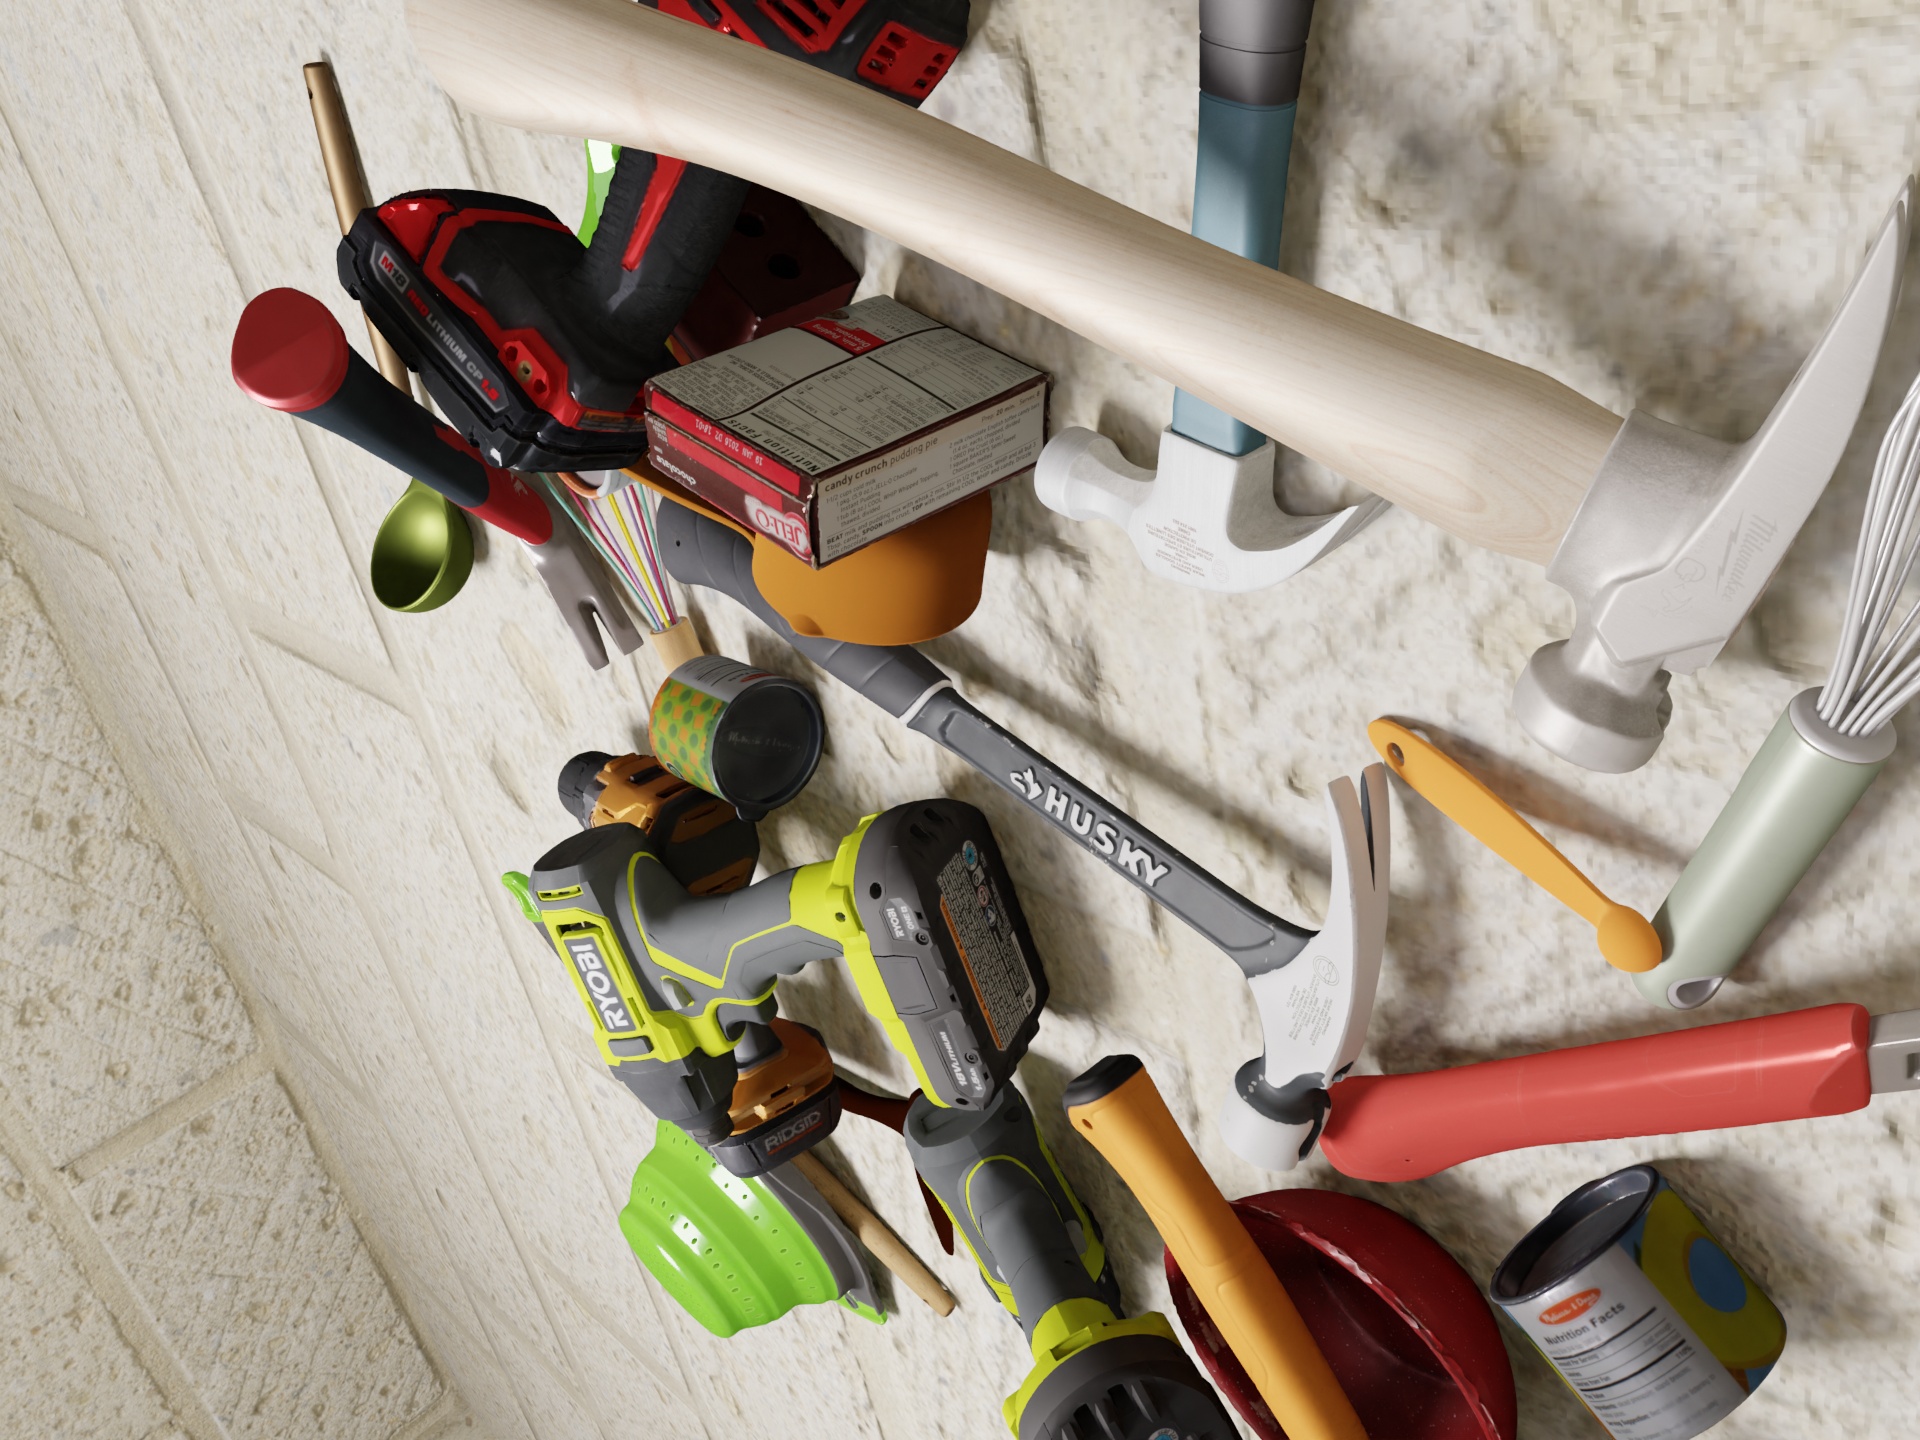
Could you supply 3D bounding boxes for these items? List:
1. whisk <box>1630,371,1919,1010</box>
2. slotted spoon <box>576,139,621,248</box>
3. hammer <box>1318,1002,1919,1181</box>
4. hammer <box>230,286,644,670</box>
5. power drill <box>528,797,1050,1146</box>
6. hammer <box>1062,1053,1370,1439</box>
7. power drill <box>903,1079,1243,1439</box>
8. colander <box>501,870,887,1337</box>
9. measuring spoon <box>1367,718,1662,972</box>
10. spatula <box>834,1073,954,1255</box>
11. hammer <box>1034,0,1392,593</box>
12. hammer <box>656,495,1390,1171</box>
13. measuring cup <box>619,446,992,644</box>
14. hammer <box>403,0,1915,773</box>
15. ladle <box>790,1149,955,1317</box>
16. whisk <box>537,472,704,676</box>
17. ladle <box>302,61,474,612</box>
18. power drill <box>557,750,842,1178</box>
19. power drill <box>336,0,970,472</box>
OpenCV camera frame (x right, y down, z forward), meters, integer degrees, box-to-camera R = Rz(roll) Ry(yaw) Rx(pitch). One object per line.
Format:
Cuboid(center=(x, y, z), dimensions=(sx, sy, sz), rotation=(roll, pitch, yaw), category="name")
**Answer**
Cuboid(center=(0.209, -0.005, 0.371), dimensions=(0.246, 0.058, 0.059), rotation=(95, 167, -47), category="whisk")
Cuboid(center=(-0.188, -0.202, 0.747), dimensions=(0.070, 0.031, 0.314), rotation=(60, 149, -4), category="slotted spoon")
Cuboid(center=(0.199, 0.090, 0.421), dimensions=(0.149, 0.037, 0.359), rotation=(26, 155, -13), category="hammer")
Cuboid(center=(-0.212, -0.097, 0.688), dimensions=(0.143, 0.038, 0.386), rotation=(60, 177, -1), category="hammer")
Cuboid(center=(-0.081, 0.122, 0.745), dimensions=(0.223, 0.080, 0.171), rotation=(-11, 110, 29), category="power drill")
Cuboid(center=(0.142, 0.270, 0.581), dimensions=(0.337, 0.034, 0.127), rotation=(58, 155, 2), category="hammer")
Cuboid(center=(0.058, 0.285, 0.720), dimensions=(0.190, 0.080, 0.229), rotation=(63, 175, -23), category="power drill")
Cuboid(center=(-0.206, 0.278, 1.052), dimensions=(0.397, 0.094, 0.204), rotation=(56, 152, -14), category="colander")
Cuboid(center=(0.158, 0.035, 0.472), dimensions=(0.117, 0.011, 0.021), rotation=(48, 154, 42), category="measuring spoon")
Cuboid(center=(-0.090, 0.221, 0.955), dimensions=(0.323, 0.041, 0.081), rotation=(11, 108, 51), category="spatula")
Cuboid(center=(0.074, -0.177, 0.411), dimensions=(0.128, 0.033, 0.330), rotation=(32, 140, 35), category="hammer")
Cuboid(center=(-0.001, -0.002, 0.640), dimensions=(0.409, 0.036, 0.149), rotation=(36, 126, 35), category="hammer")
Cuboid(center=(-0.068, -0.092, 0.599), dimensions=(0.174, 0.095, 0.052), rotation=(27, 132, 16), category="measuring cup")
Cuboid(center=(0.016, -0.138, 0.416), dimensions=(0.411, 0.038, 0.146), rotation=(29, 131, 17), category="hammer")
Cuboid(center=(-0.119, 0.282, 1.059), dimensions=(0.316, 0.031, 0.069), rotation=(38, 152, 26), category="ladle")
Cuboid(center=(-0.158, -0.066, 0.806), dimensions=(0.047, 0.051, 0.244), rotation=(3, 122, 46), category="whisk")
Cuboid(center=(-0.341, -0.208, 0.920), dimensions=(0.078, 0.062, 0.319), rotation=(26, 133, 36), category="ladle")
Cuboid(center=(-0.158, 0.123, 0.902), dimensions=(0.185, 0.084, 0.226), rotation=(17, 125, 54), category="power drill")
Cuboid(center=(-0.109, -0.201, 0.533), dimensions=(0.143, 0.078, 0.219), rotation=(50, 117, 11), category="power drill")
